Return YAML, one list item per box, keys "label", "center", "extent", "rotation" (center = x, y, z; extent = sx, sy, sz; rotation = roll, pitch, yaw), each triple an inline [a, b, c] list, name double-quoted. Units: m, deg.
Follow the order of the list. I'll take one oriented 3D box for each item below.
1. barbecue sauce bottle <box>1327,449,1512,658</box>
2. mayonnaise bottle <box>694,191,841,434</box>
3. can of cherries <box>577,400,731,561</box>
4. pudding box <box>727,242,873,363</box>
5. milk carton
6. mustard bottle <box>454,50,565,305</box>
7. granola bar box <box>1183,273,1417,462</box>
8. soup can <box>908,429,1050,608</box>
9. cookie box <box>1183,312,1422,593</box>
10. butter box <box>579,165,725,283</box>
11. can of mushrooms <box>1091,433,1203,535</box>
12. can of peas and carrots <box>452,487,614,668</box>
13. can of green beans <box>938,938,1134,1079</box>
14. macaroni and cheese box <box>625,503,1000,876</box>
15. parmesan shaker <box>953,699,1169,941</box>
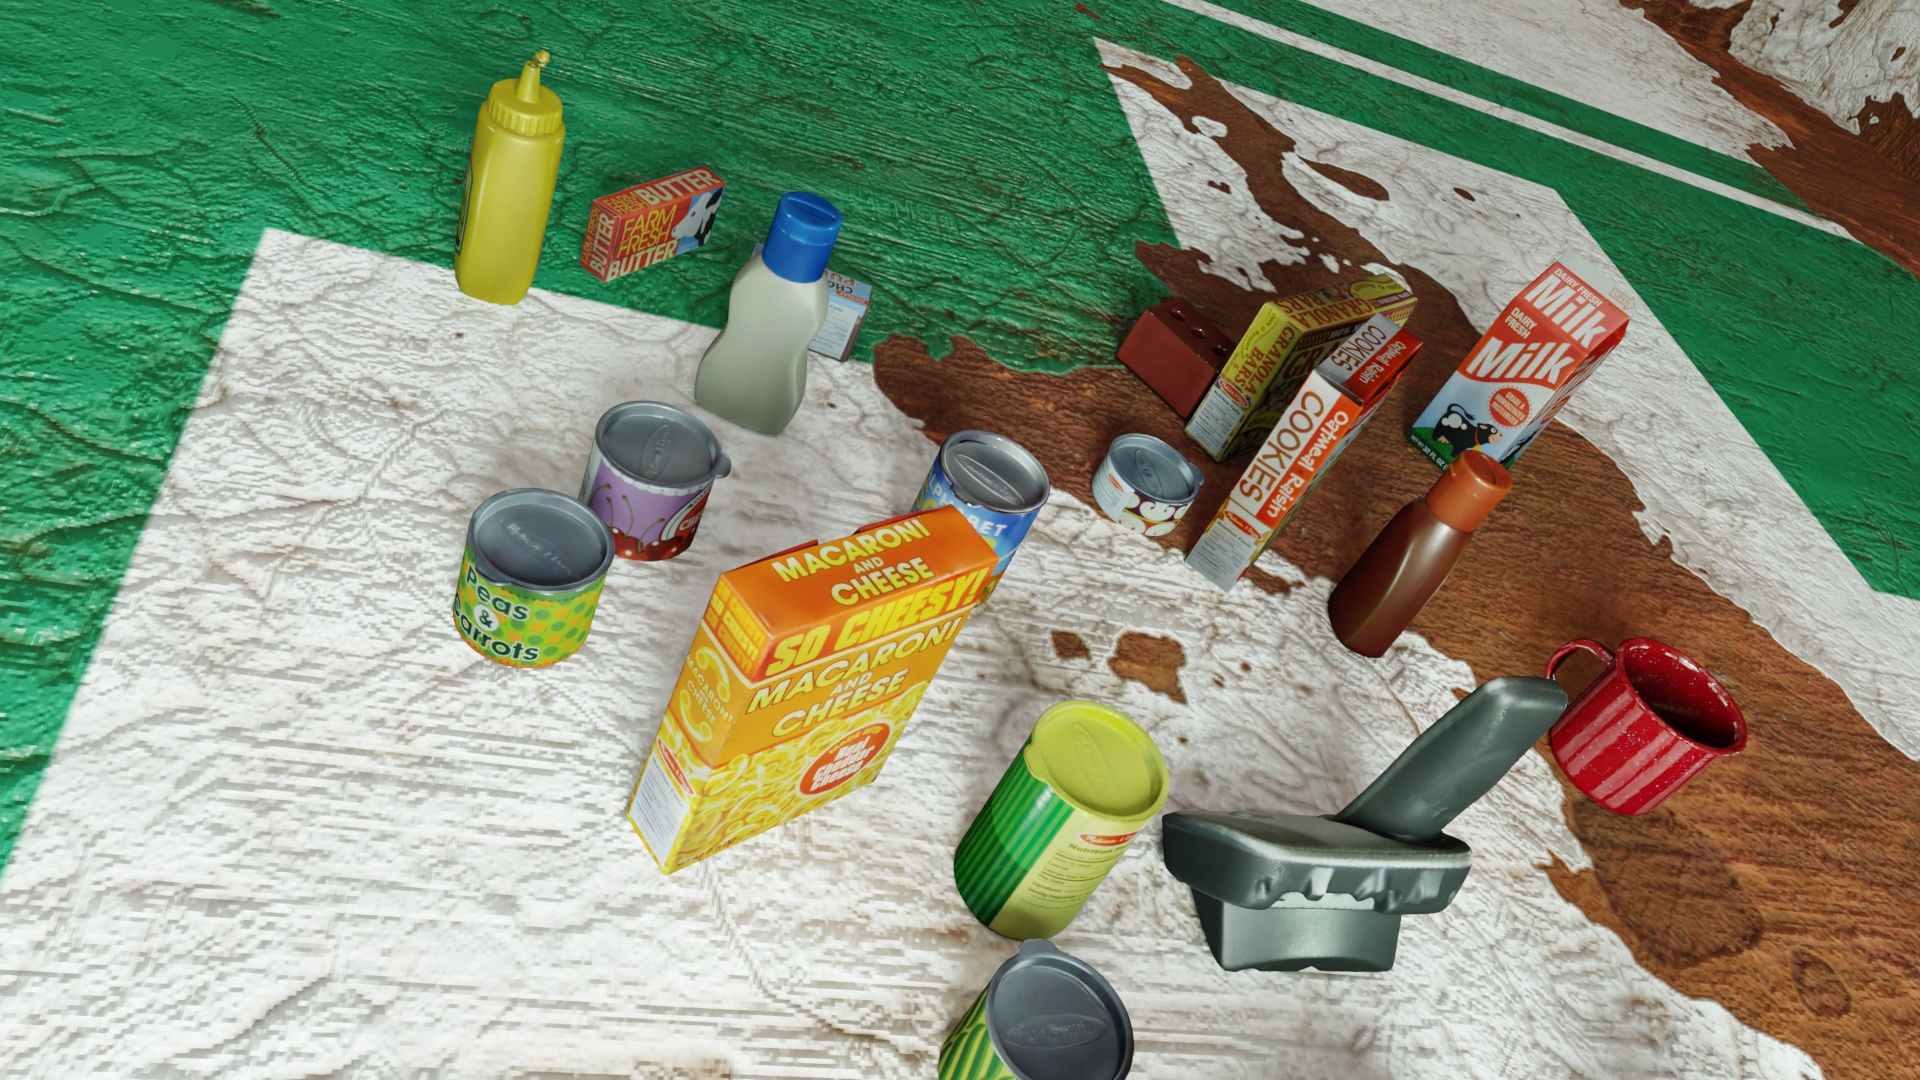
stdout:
- label: "barbecue sauce bottle"
  center: [0.291, 0.007, 0.884]
  extent: [0.044, 0.147, 0.065]
  rotation: [21, 40, -9]
- label: "mayonnaise bottle"
  center: [-0.108, -0.131, 0.806]
  extent: [0.065, 0.147, 0.041]
  rotation: [23, 39, -6]
- label: "can of cherries"
  center: [-0.163, -0.030, 0.735]
  extent: [0.071, 0.058, 0.072]
  rotation: [16, 41, -14]
- label: "pudding box"
  center: [-0.105, -0.156, 0.912]
  extent: [0.084, 0.049, 0.030]
  rotation: [18, 40, -11]
- label: "milk carton"
  center: [0.444, -0.133, 1.091]
  extent: [0.074, 0.189, 0.072]
  rotation: [-21, 59, -43]
- label: "mustard bottle"
  center: [-0.258, -0.213, 0.800]
  extent: [0.049, 0.159, 0.065]
  rotation: [8, 43, -23]
- label: "granola bar box"
  center: [0.254, -0.129, 1.030]
  extent: [0.166, 0.123, 0.039]
  rotation: [-20, 59, -42]
- label: "soup can"
  center: [0.003, -0.010, 0.789]
  extent: [0.071, 0.083, 0.072]
  rotation: [16, 41, -14]
- label: "cookie box"
  center: [0.222, -0.057, 0.899]
  extent: [0.040, 0.166, 0.123]
  rotation: [38, 40, 12]
- label: "butter box"
  center: [-0.201, -0.208, 0.911]
  extent: [0.024, 0.052, 0.104]
  rotation: [38, 40, 13]
- label: "can of mushrooms"
  center: [0.125, -0.037, 0.927]
  extent: [0.071, 0.033, 0.071]
  rotation: [16, 41, -14]
- label: "can of peas and carrots"
  center: [-0.204, 0.020, 0.658]
  extent: [0.071, 0.058, 0.071]
  rotation: [16, 41, -14]
- label: "can of green beans"
  center: [0.031, 0.215, 0.581]
  extent: [0.071, 0.057, 0.071]
  rotation: [16, 41, -14]
- label: "macaroni and cheese box"
  center: [-0.067, 0.065, 0.603]
  extent: [0.124, 0.165, 0.040]
  rotation: [-18, 57, -41]
- label: "parmesan shaker"
  center: [0.041, 0.131, 0.643]
  extent: [0.071, 0.102, 0.072]
  rotation: [16, 41, -14]
